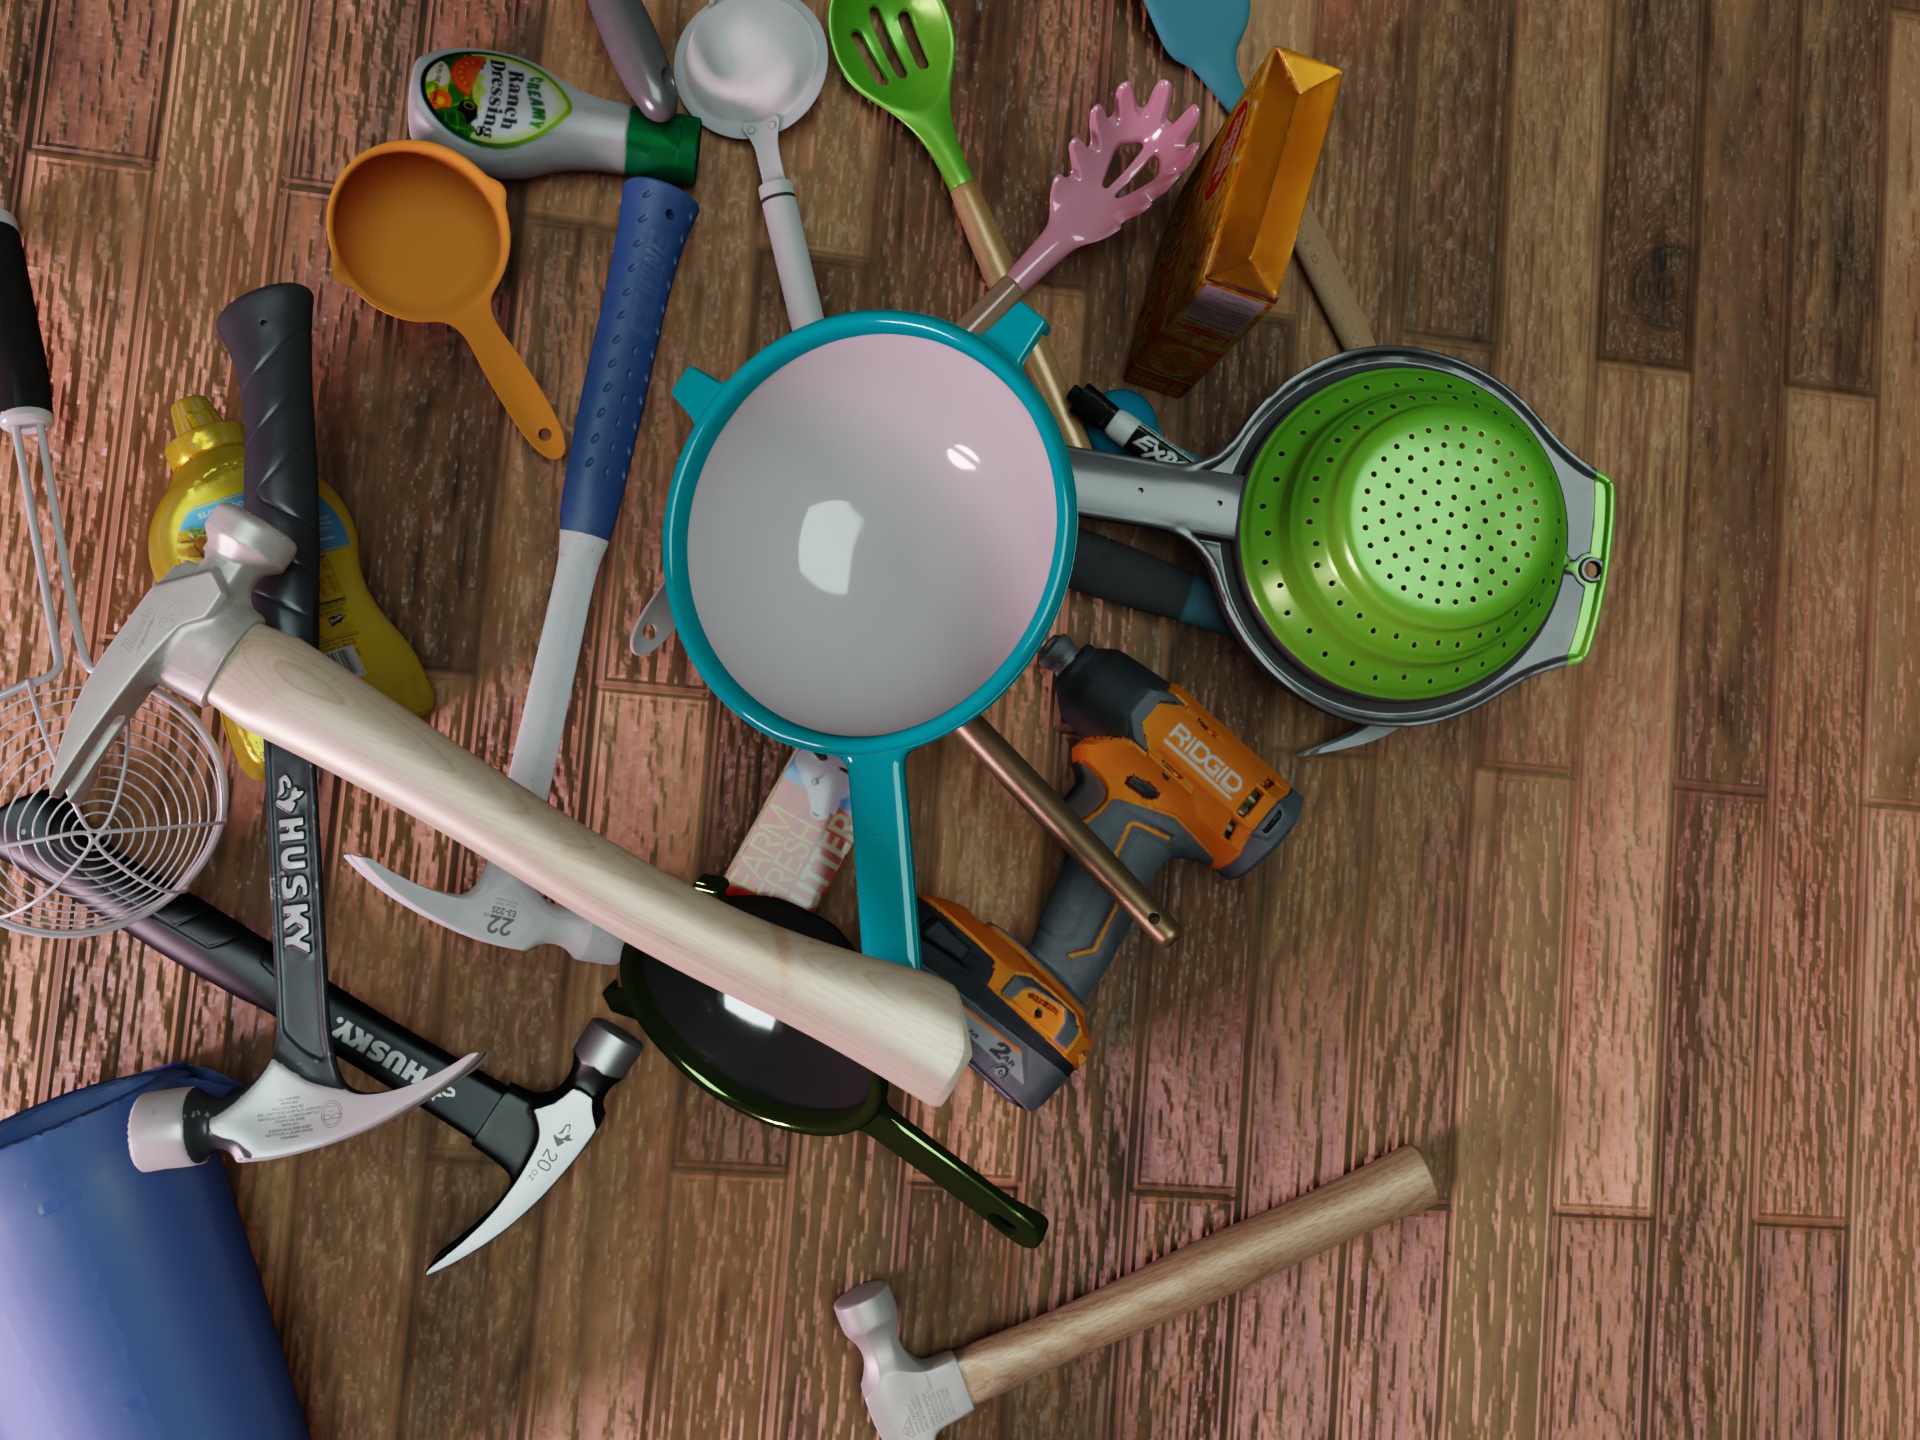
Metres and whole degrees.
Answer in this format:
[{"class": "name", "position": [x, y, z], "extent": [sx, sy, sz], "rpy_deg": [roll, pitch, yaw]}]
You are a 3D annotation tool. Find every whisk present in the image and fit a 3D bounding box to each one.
[{"class": "whisk", "position": [-0.200, -0.419, 0.839], "extent": [0.055, 0.055, 0.239], "rpy_deg": [-23, 83, -10]}]

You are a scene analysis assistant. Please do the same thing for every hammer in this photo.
[{"class": "hammer", "position": [0.108, 0.310, 0.856], "extent": [0.331, 0.031, 0.130], "rpy_deg": [-20, 89, -10]}, {"class": "hammer", "position": [0.112, -0.075, 0.884], "extent": [0.331, 0.033, 0.128], "rpy_deg": [19, 82, -7]}, {"class": "hammer", "position": [-0.339, 0.140, 0.797], "extent": [0.334, 0.035, 0.146], "rpy_deg": [33, 81, -5]}, {"class": "hammer", "position": [-0.201, -0.086, 0.818], "extent": [0.144, 0.035, 0.405], "rpy_deg": [16, 80, -32]}, {"class": "hammer", "position": [-0.185, 0.064, 0.697], "extent": [0.410, 0.038, 0.146], "rpy_deg": [29, 77, 0]}, {"class": "hammer", "position": [-0.306, -0.010, 0.734], "extent": [0.149, 0.036, 0.409], "rpy_deg": [-6, 79, -7]}]

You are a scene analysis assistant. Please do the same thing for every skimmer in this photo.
[{"class": "skimmer", "position": [-0.449, -0.078, 0.775], "extent": [0.127, 0.090, 0.363], "rpy_deg": [-7, 69, -35]}]

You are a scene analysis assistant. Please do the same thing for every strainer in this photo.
[{"class": "strainer", "position": [-0.050, 0.167, 0.804], "extent": [0.256, 0.151, 0.069], "rpy_deg": [38, 47, -5]}, {"class": "strainer", "position": [-0.028, -0.022, 0.777], "extent": [0.211, 0.095, 0.340], "rpy_deg": [-6, 85, 20]}, {"class": "strainer", "position": [-0.101, -0.295, 0.863], "extent": [0.087, 0.050, 0.258], "rpy_deg": [-13, 91, 6]}]

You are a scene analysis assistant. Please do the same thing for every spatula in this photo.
[{"class": "spatula", "position": [0.186, -0.309, 0.906], "extent": [0.082, 0.044, 0.317], "rpy_deg": [-27, 91, -15]}]

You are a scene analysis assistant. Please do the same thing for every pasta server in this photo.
[{"class": "pasta server", "position": [0.009, -0.218, 0.854], "extent": [0.060, 0.040, 0.316], "rpy_deg": [44, 87, 7]}]

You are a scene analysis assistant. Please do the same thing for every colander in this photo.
[{"class": "colander", "position": [0.155, -0.112, 0.811], "extent": [0.397, 0.094, 0.204], "rpy_deg": [9, 89, -2]}]

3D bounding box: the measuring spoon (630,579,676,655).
[{"class": "measuring spoon", "position": [-0.140, -0.083, 0.838], "extent": [0.034, 0.018, 0.124], "rpy_deg": [46, 63, -30]}]

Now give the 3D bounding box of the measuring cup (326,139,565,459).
[{"class": "measuring cup", "position": [-0.259, -0.215, 0.832], "extent": [0.095, 0.052, 0.173], "rpy_deg": [-33, 113, -12]}]

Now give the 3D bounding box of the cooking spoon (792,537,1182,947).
[{"class": "cooking spoon", "position": [-0.001, -0.003, 0.817], "extent": [0.069, 0.017, 0.319], "rpy_deg": [-42, 71, -6]}]

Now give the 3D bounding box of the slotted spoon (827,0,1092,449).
[{"class": "slotted spoon", "position": [0.010, -0.272, 0.885], "extent": [0.070, 0.031, 0.314], "rpy_deg": [-25, 92, -10]}]

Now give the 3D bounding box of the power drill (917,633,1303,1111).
[{"class": "power drill", "position": [0.054, 0.072, 0.842], "extent": [0.164, 0.084, 0.226], "rpy_deg": [42, 77, -2]}]

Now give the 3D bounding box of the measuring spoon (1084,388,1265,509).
[{"class": "measuring spoon", "position": [0.129, -0.145, 0.895], "extent": [0.128, 0.021, 0.042], "rpy_deg": [32, 82, -4]}]
